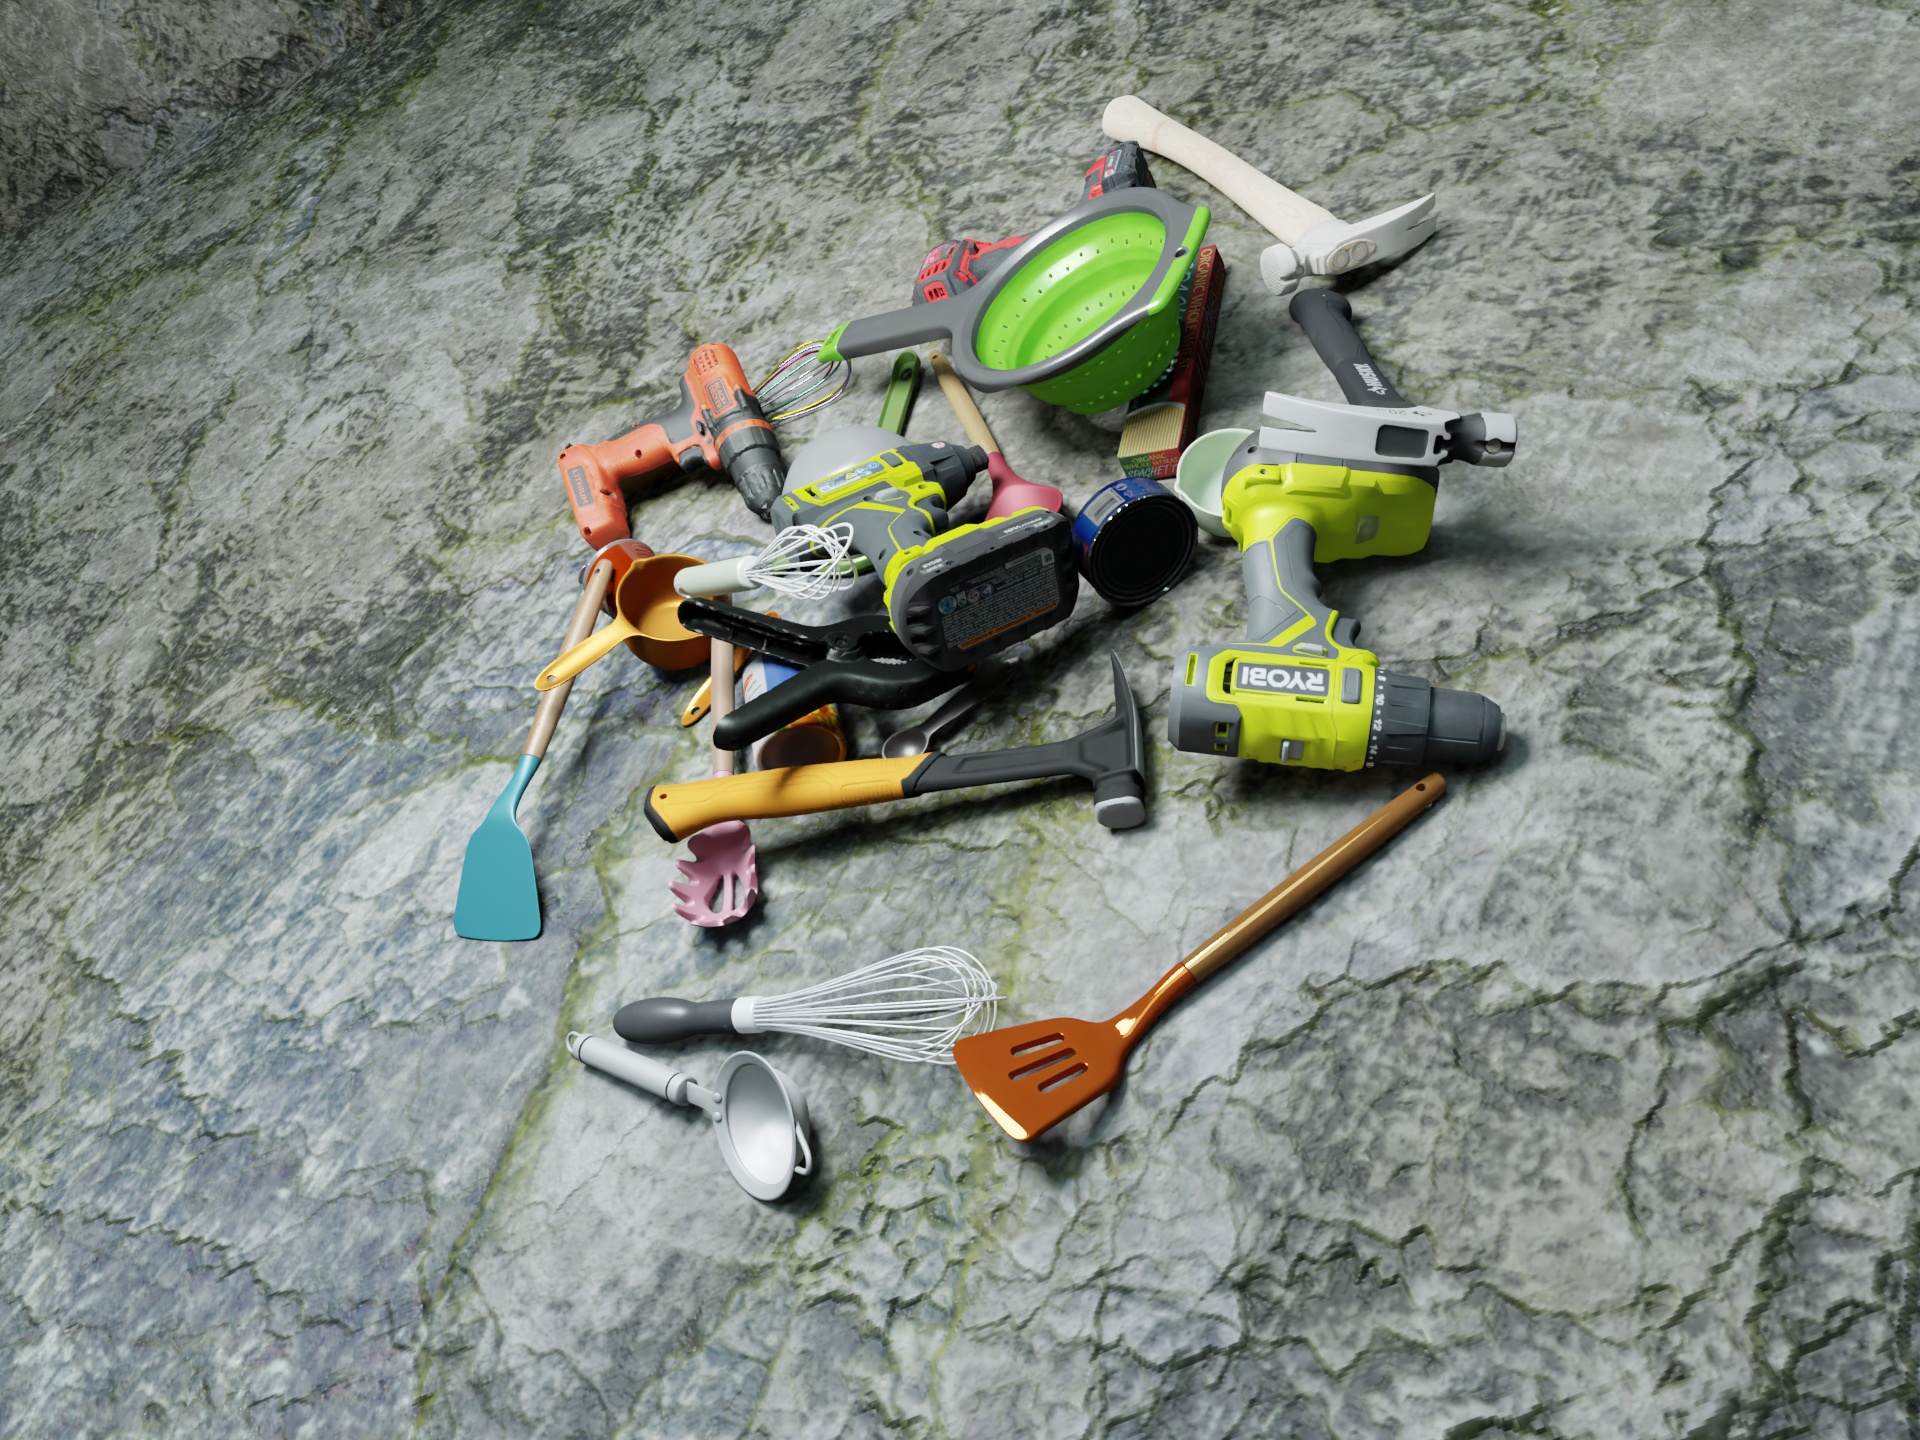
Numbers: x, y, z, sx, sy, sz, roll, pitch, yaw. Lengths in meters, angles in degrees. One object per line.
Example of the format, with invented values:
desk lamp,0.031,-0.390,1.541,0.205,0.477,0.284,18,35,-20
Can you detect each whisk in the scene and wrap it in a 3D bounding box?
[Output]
whisk,-0.208,-0.273,1.439,0.245,0.047,0.051,-28,54,9
whisk,-0.102,0.178,0.973,0.284,0.070,0.070,-9,48,28
whisk,-0.145,-0.107,1.136,0.246,0.057,0.059,-1,54,55

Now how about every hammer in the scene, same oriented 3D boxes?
hammer,0.239,-0.475,1.373,0.146,0.038,0.411,-22,41,-8
hammer,-0.047,0.032,1.052,0.337,0.034,0.127,-8,49,11
hammer,0.261,-0.242,1.082,0.146,0.035,0.335,3,28,1

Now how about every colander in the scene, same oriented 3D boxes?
colander,0.042,-0.305,1.280,0.397,0.094,0.205,1,55,44

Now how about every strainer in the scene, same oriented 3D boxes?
strainer,-0.078,-0.234,1.314,0.151,0.069,0.257,-5,51,25
strainer,-0.163,0.226,0.973,0.258,0.050,0.087,9,100,40

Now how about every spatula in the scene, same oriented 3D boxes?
spatula,0.145,0.123,0.896,0.322,0.041,0.081,-36,43,-6
spatula,-0.314,0.013,1.214,0.082,0.044,0.318,-3,57,27

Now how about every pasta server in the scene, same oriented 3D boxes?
pasta server,-0.173,0.013,1.143,0.060,0.040,0.317,-11,55,7

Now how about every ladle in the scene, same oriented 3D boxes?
ladle,0.017,-0.224,1.286,0.069,0.031,0.316,-29,42,6

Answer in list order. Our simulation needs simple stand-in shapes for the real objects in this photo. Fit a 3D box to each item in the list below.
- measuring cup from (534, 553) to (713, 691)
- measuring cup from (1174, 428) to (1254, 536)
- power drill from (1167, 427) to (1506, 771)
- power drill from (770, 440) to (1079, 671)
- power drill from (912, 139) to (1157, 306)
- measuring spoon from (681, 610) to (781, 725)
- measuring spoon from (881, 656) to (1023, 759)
measuring cup,-0.256,-0.059,1.237,0.173,0.052,0.095,-38,68,-26
measuring cup,0.202,-0.126,1.097,0.083,0.038,0.168,-17,62,0
power drill,0.235,-0.069,0.978,0.190,0.080,0.229,6,56,11
power drill,-0.017,-0.132,1.133,0.171,0.080,0.223,-25,37,-16
power drill,0.066,-0.416,1.388,0.219,0.078,0.143,-19,29,20
measuring spoon,-0.178,-0.039,1.241,0.021,0.011,0.117,24,69,39
measuring spoon,-0.002,-0.004,1.112,0.124,0.018,0.034,-38,44,-16
